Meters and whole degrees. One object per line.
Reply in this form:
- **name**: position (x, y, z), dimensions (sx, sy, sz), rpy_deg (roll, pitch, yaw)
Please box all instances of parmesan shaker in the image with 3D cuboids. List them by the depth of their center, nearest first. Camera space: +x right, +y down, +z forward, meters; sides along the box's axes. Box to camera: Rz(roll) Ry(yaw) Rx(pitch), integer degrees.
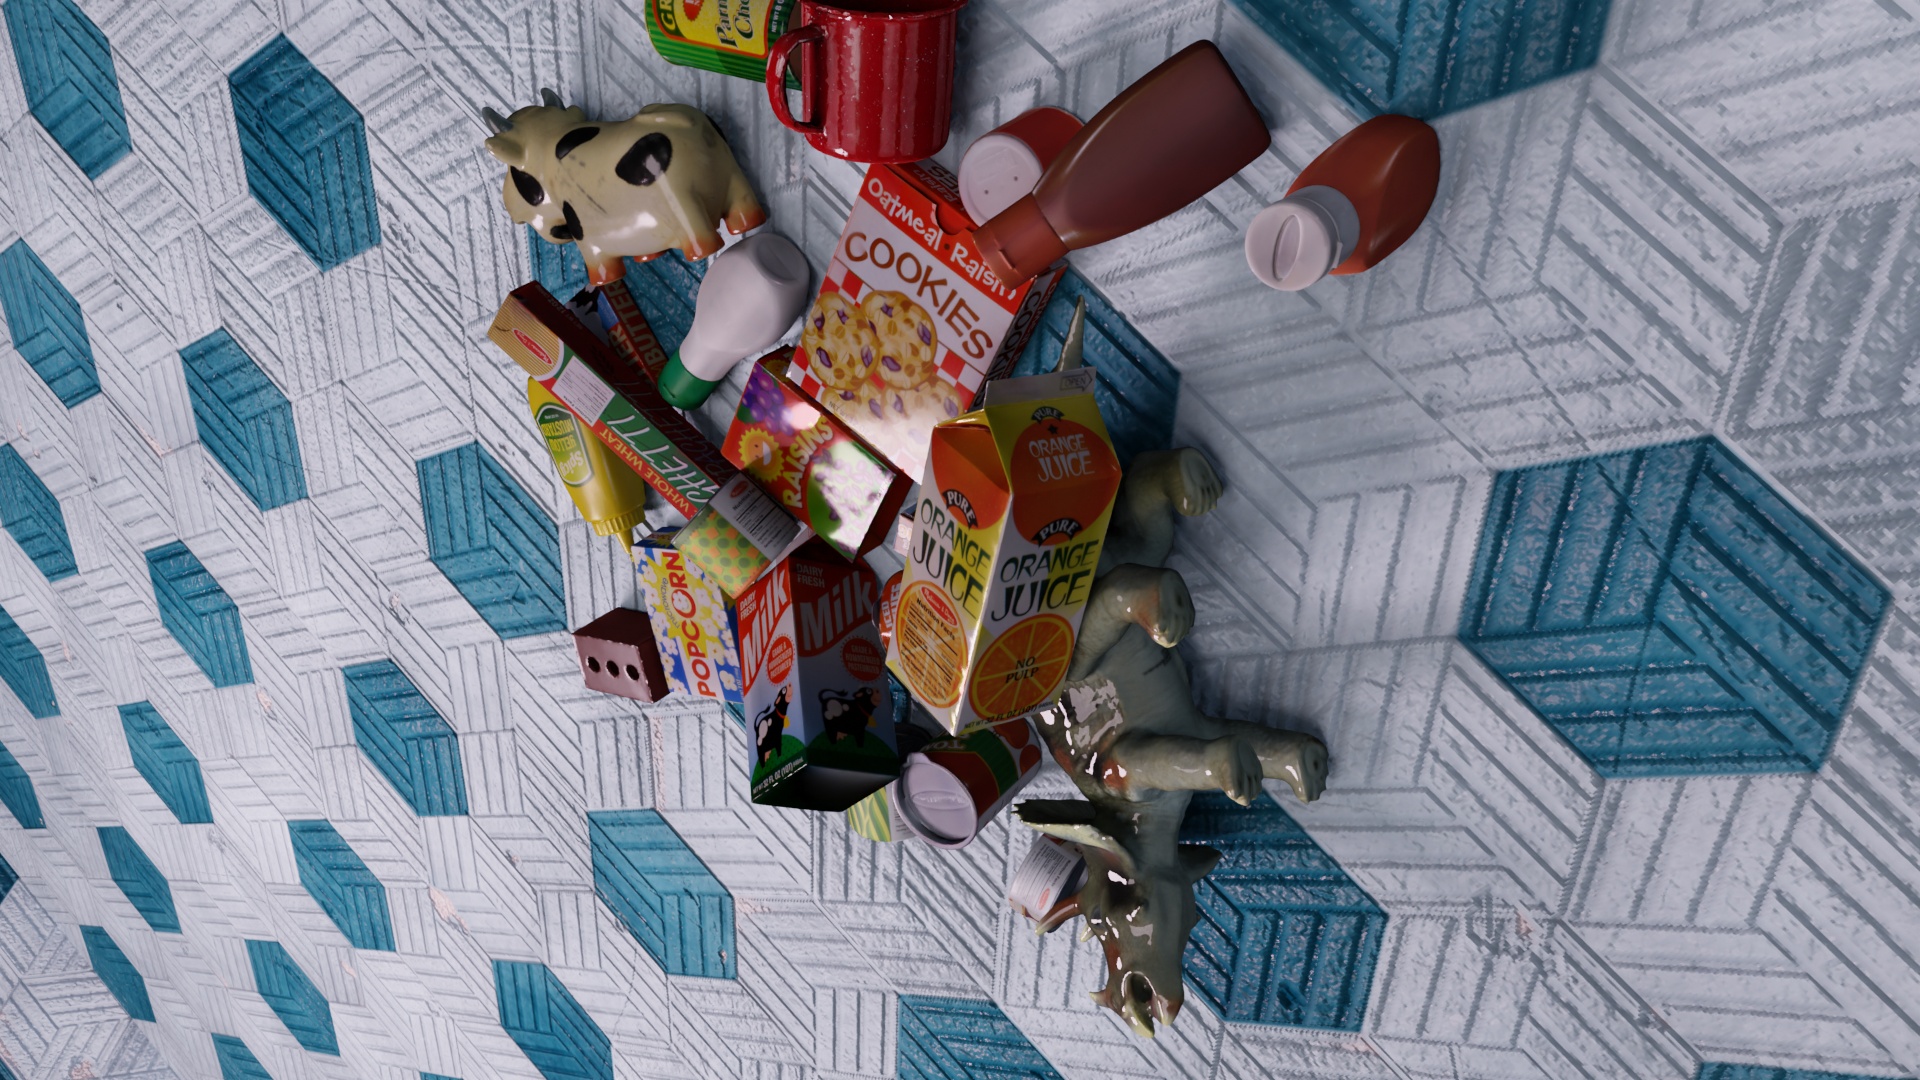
- **parmesan shaker**: position (-0.120, -0.302, 0.800), dimensions (0.103, 0.071, 0.071), rpy_deg (20, 122, 26)

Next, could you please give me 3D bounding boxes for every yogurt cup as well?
- **yogurt cup**: position (0.035, -0.195, 0.747), dimensions (0.072, 0.054, 0.072), rpy_deg (16, 120, 29)

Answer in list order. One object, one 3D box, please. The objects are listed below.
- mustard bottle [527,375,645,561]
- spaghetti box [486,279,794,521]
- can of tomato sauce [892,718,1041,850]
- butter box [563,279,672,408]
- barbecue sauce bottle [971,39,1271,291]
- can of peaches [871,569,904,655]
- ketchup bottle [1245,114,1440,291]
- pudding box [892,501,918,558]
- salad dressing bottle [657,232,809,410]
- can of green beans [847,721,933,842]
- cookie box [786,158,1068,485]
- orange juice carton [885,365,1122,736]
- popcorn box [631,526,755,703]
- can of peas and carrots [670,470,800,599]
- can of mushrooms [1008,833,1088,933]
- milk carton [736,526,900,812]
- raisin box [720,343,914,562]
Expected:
- **mustard bottle**: position (-0.270, -0.055, 1.037), dimensions (0.065, 0.049, 0.160), rpy_deg (-7, 107, 39)
- **spaghetti box**: position (-0.223, -0.077, 0.973), dimensions (0.250, 0.029, 0.050), rpy_deg (43, 131, -5)
- **can of tomato sauce**: position (0.004, 0.152, 0.919), dimensions (0.071, 0.083, 0.071), rpy_deg (16, 120, 29)
- **butter box**: position (-0.242, -0.134, 0.995), dimensions (0.053, 0.024, 0.103), rpy_deg (-27, 95, 41)
- **barbecue sauce bottle**: position (0.076, -0.180, 0.690), dimensions (0.148, 0.044, 0.064), rpy_deg (-33, 109, 14)
- **can of peaches**: position (-0.012, 0.049, 0.889), dimensions (0.058, 0.071, 0.071), rpy_deg (-5, 109, 36)
- **ketchup bottle**: position (0.170, -0.145, 0.612), dimensions (0.043, 0.149, 0.064), rpy_deg (22, 123, 24)
- **pudding box**: position (0.003, -0.011, 0.840), dimensions (0.050, 0.084, 0.030), rpy_deg (29, 126, 21)
- **salad dressing bottle**: position (-0.154, -0.140, 0.918), dimensions (0.064, 0.044, 0.147), rpy_deg (50, 132, 1)
- **can of green beans**: position (-0.049, 0.170, 0.977), dimensions (0.071, 0.071, 0.057), rpy_deg (12, 119, 31)
- **cookie box**: position (-0.025, -0.130, 0.831), dimensions (0.123, 0.040, 0.166), rpy_deg (40, 129, 14)
- **orange juice carton**: position (0.023, 0.000, 0.720), dimensions (0.073, 0.072, 0.191), rpy_deg (42, 130, 42)
- **popcorn box**: position (-0.191, 0.056, 1.042), dimensions (0.085, 0.038, 0.126), rpy_deg (4, 114, 35)
- **can of peas and carrots**: position (-0.150, -0.002, 0.926), dimensions (0.058, 0.071, 0.070), rpy_deg (43, 131, -6)
- **can of mushrooms**: position (0.064, 0.224, 0.925), dimensions (0.033, 0.071, 0.070), rpy_deg (29, 126, 24)
- **milk carton**: position (-0.099, 0.078, 0.932), dimensions (0.072, 0.073, 0.191), rpy_deg (-39, 49, 40)
- **raisin box**: position (-0.092, -0.058, 0.915), dimensions (0.123, 0.040, 0.085), rpy_deg (39, 130, 13)
